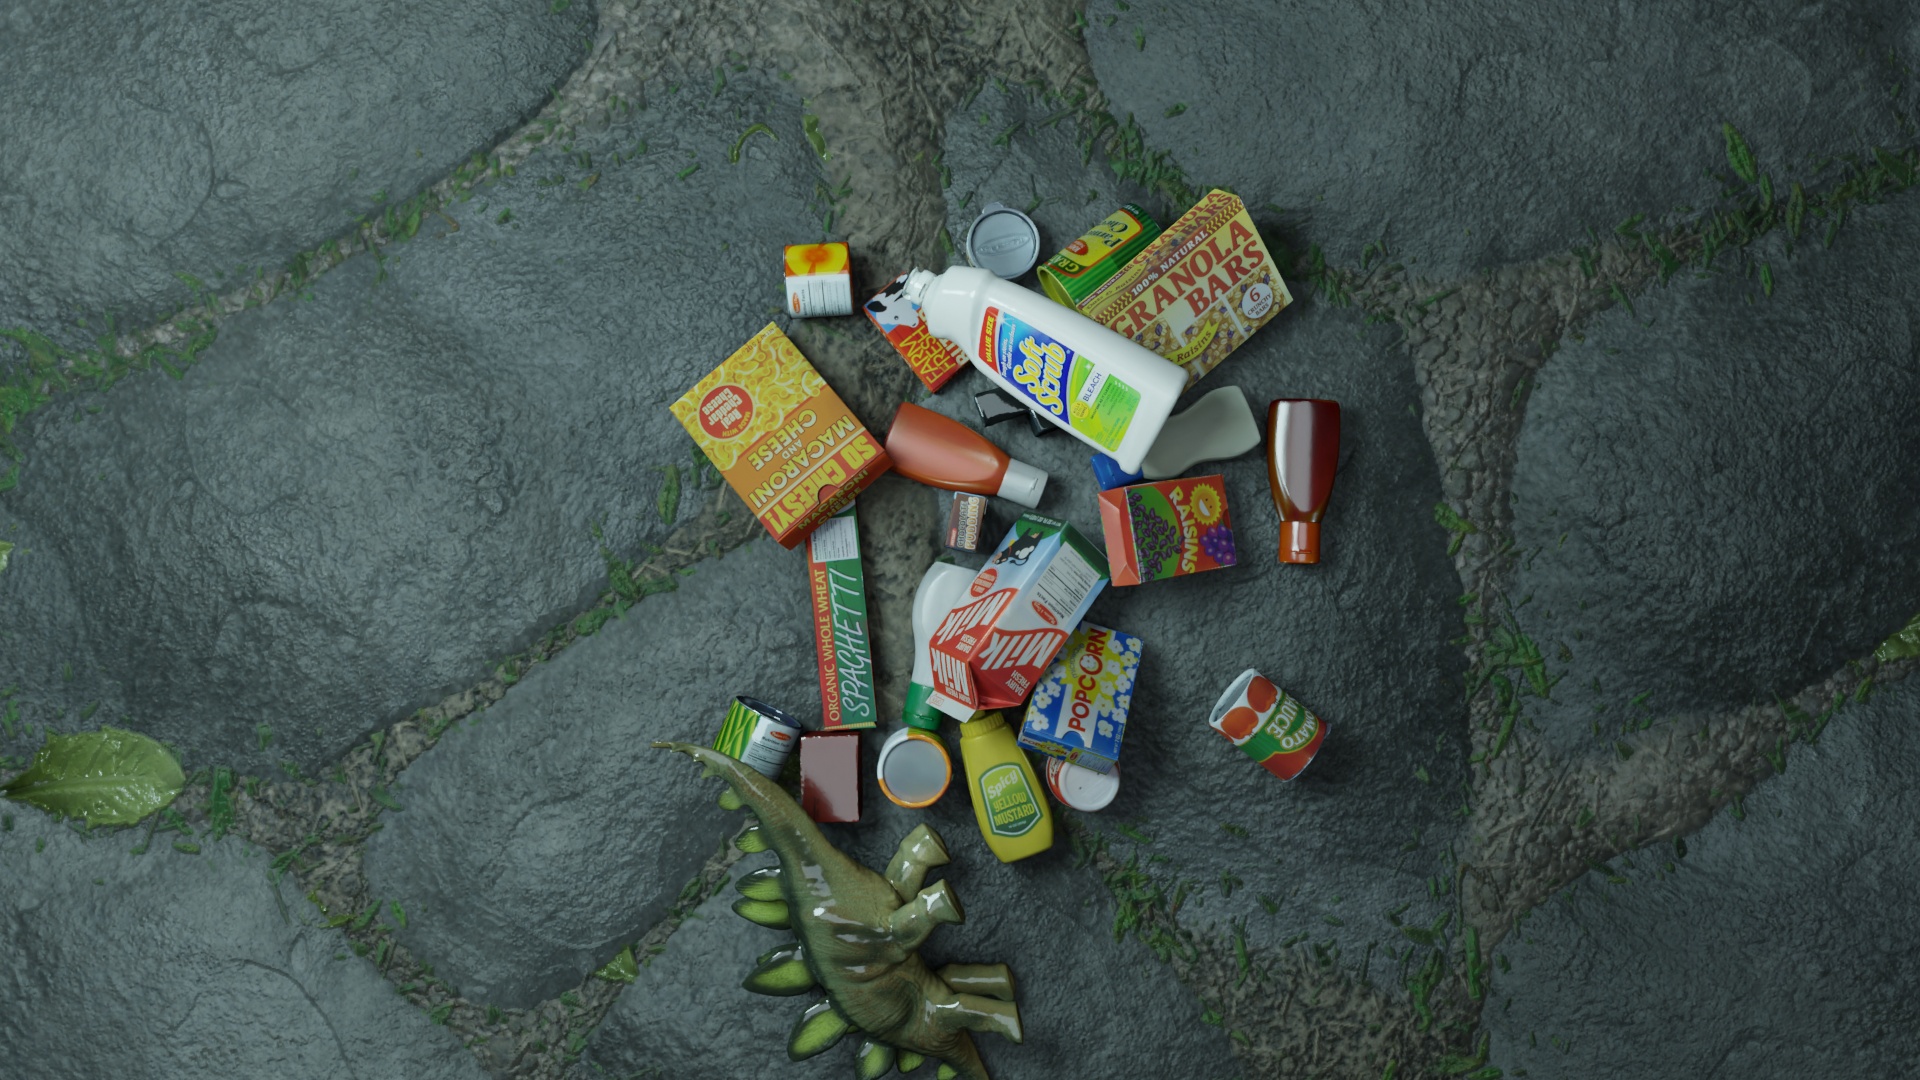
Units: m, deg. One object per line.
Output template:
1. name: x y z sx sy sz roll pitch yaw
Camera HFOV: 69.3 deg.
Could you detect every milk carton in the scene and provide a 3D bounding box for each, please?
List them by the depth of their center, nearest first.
1. milk carton: 0.042 0.073 1.210 0.073 0.072 0.191 43 76 -28

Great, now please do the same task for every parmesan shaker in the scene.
1. parmesan shaker: 0.128 -0.249 1.251 0.103 0.071 0.071 -37 90 -5

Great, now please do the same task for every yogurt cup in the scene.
1. yogurt cup: 0.112 0.211 1.243 0.072 0.054 0.072 0 89 -1

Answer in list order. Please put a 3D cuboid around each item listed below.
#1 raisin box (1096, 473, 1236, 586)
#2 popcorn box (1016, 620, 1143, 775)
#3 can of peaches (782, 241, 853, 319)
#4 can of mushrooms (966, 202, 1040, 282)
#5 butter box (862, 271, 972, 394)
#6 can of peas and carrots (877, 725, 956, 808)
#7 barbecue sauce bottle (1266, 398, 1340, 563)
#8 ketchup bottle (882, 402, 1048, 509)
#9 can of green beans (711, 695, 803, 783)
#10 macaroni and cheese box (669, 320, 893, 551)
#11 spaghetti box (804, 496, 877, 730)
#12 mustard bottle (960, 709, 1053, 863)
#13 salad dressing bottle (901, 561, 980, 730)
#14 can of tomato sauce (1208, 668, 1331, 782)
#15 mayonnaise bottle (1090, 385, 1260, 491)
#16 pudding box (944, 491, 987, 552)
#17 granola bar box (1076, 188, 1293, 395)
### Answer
1. raisin box: 0.185 -0.010 1.228 0.124 0.040 0.086 -8 88 -37
2. popcorn box: 0.106 0.133 1.224 0.085 0.038 0.127 19 55 -2
3. can of peaches: -0.126 -0.235 1.244 0.058 0.071 0.071 -4 89 -1
4. can of mushrooms: 0.038 -0.270 1.265 0.071 0.033 0.071 0 89 -1
5. butter box: -0.038 -0.189 1.265 0.053 0.024 0.103 -39 90 -3
6. can of peas and carrots: -0.038 0.203 1.237 0.071 0.058 0.071 0 89 -1
7. barbecue sauce bottle: 0.310 -0.053 1.261 0.065 0.043 0.148 2 89 -1
8. ketchup bottle: 0.005 -0.071 1.253 0.149 0.043 0.065 21 80 -1
9. can of green beans: -0.181 0.177 1.230 0.071 0.071 0.058 26 89 -1
10. macaroni and cheese box: -0.159 -0.093 1.229 0.124 0.040 0.167 -40 73 -2
11. spaghetti box: -0.111 0.045 1.254 0.050 0.028 0.250 -6 88 -1
12. mustard bottle: 0.033 0.205 1.243 0.065 0.049 0.160 -21 89 -3
13. salad dressing bottle: -0.019 0.095 1.248 0.064 0.044 0.147 14 89 -12
14. can of tomato sauce: 0.276 0.163 1.241 0.083 0.071 0.071 37 88 0
15. mayonnaise bottle: 0.193 -0.087 1.261 0.148 0.041 0.064 -22 89 -1
16. pudding box: 0.004 -0.015 1.231 0.030 0.083 0.049 11 89 -1
17. granola bar box: 0.200 -0.211 1.235 0.165 0.039 0.124 -40 124 -2
